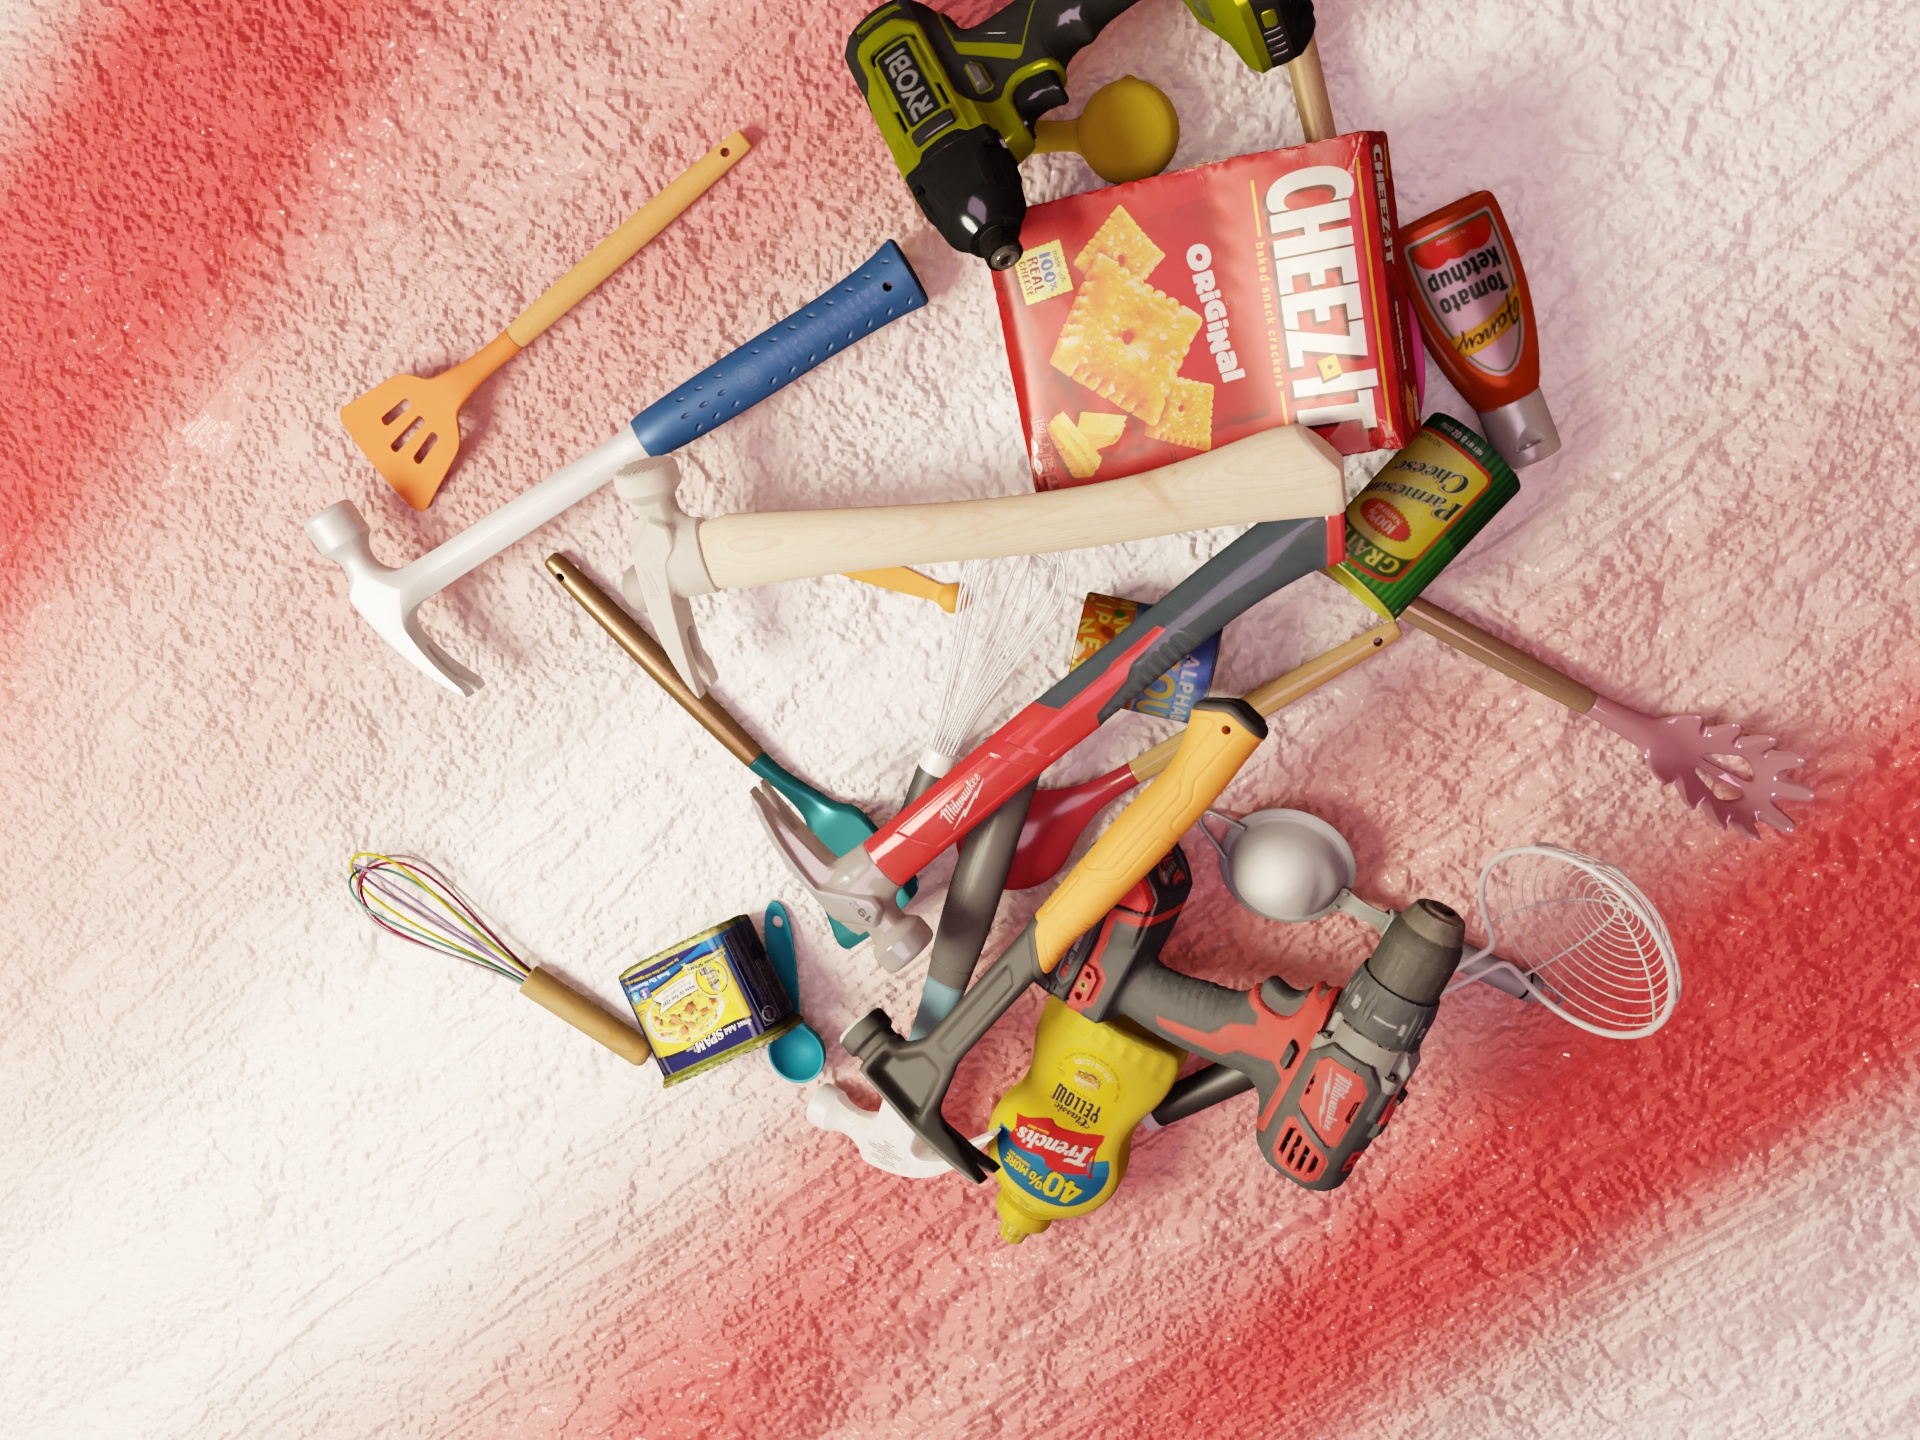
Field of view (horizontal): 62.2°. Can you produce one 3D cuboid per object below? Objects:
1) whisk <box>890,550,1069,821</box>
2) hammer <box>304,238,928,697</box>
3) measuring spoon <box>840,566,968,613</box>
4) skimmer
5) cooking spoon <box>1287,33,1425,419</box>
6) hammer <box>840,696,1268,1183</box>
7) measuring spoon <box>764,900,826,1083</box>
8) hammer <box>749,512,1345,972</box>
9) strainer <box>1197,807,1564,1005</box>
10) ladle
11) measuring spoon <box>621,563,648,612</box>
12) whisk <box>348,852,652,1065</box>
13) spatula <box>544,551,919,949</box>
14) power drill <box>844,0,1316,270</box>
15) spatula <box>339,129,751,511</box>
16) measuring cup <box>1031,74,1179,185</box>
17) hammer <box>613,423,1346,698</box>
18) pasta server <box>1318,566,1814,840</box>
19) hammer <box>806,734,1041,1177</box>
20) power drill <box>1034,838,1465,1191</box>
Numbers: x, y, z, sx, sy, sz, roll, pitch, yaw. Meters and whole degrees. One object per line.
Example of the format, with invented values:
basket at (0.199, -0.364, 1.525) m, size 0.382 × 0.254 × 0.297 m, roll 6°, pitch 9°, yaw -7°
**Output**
whisk at (-0.001, -0.003, 0.994) m, size 0.070 × 0.070 × 0.284 m, roll 23°, pitch 114°, yaw 1°
hammer at (-0.199, -0.160, 0.966) m, size 0.405 × 0.035 × 0.144 m, roll -29°, pitch 102°, yaw 11°
measuring spoon at (-0.051, -0.092, 0.993) m, size 0.117 × 0.011 × 0.021 m, roll 20°, pitch 109°, yaw 2°
skimmer at (0.251, 0.187, 0.965) m, size 0.363 × 0.090 × 0.127 m, roll -32°, pitch 90°, yaw 26°
cooking spoon at (0.200, -0.308, 0.874) m, size 0.017 × 0.069 × 0.319 m, roll -21°, pitch 101°, yaw -30°
hammer at (0.067, 0.123, 0.941) m, size 0.127 × 0.034 × 0.337 m, roll 45°, pitch 110°, yaw 17°
measuring spoon at (-0.115, 0.184, 1.089) m, size 0.042 × 0.021 × 0.128 m, roll -5°, pitch 97°, yaw 19°
hammer at (0.053, -0.017, 0.917) m, size 0.386 × 0.038 × 0.143 m, roll -40°, pitch 94°, yaw 17°
strainer at (0.265, 0.125, 1.000) m, size 0.258 × 0.050 × 0.086 m, roll 24°, pitch 125°, yaw -3°
ladle at (0.132, 0.021, 0.995) m, size 0.315 × 0.031 × 0.069 m, roll -30°, pitch 99°, yaw 14°
measuring spoon at (-0.160, -0.100, 1.004) m, size 0.124 × 0.018 × 0.034 m, roll -21°, pitch 103°, yaw 13°
whisk at (-0.317, 0.165, 1.098) m, size 0.245 × 0.051 × 0.047 m, roll 35°, pitch 103°, yaw -6°
spatula at (-0.154, 0.011, 1.024) m, size 0.317 × 0.044 × 0.082 m, roll 45°, pitch 121°, yaw -5°
power drill at (0.063, -0.349, 0.834) m, size 0.223 × 0.080 × 0.171 m, roll -30°, pitch 66°, yaw 14°
spatula at (-0.252, -0.250, 0.971) m, size 0.322 × 0.041 × 0.081 m, roll -36°, pitch 100°, yaw 13°
measuring cup at (0.045, -0.329, 0.895) m, size 0.156 × 0.029 × 0.062 m, roll 0°, pitch 107°, yaw 7°
hammer at (0.007, -0.099, 0.893) m, size 0.410 × 0.038 × 0.146 m, roll -5°, pitch 115°, yaw 19°
pasta server at (0.351, -0.022, 0.942) m, size 0.316 × 0.040 × 0.060 m, roll 28°, pitch 97°, yaw 0°
hammer at (-0.006, 0.154, 1.024) m, size 0.128 × 0.033 × 0.331 m, roll 25°, pitch 113°, yaw 20°
power drill at (0.173, 0.147, 0.952) m, size 0.227 × 0.080 × 0.188 m, roll 33°, pitch 112°, yaw 24°
